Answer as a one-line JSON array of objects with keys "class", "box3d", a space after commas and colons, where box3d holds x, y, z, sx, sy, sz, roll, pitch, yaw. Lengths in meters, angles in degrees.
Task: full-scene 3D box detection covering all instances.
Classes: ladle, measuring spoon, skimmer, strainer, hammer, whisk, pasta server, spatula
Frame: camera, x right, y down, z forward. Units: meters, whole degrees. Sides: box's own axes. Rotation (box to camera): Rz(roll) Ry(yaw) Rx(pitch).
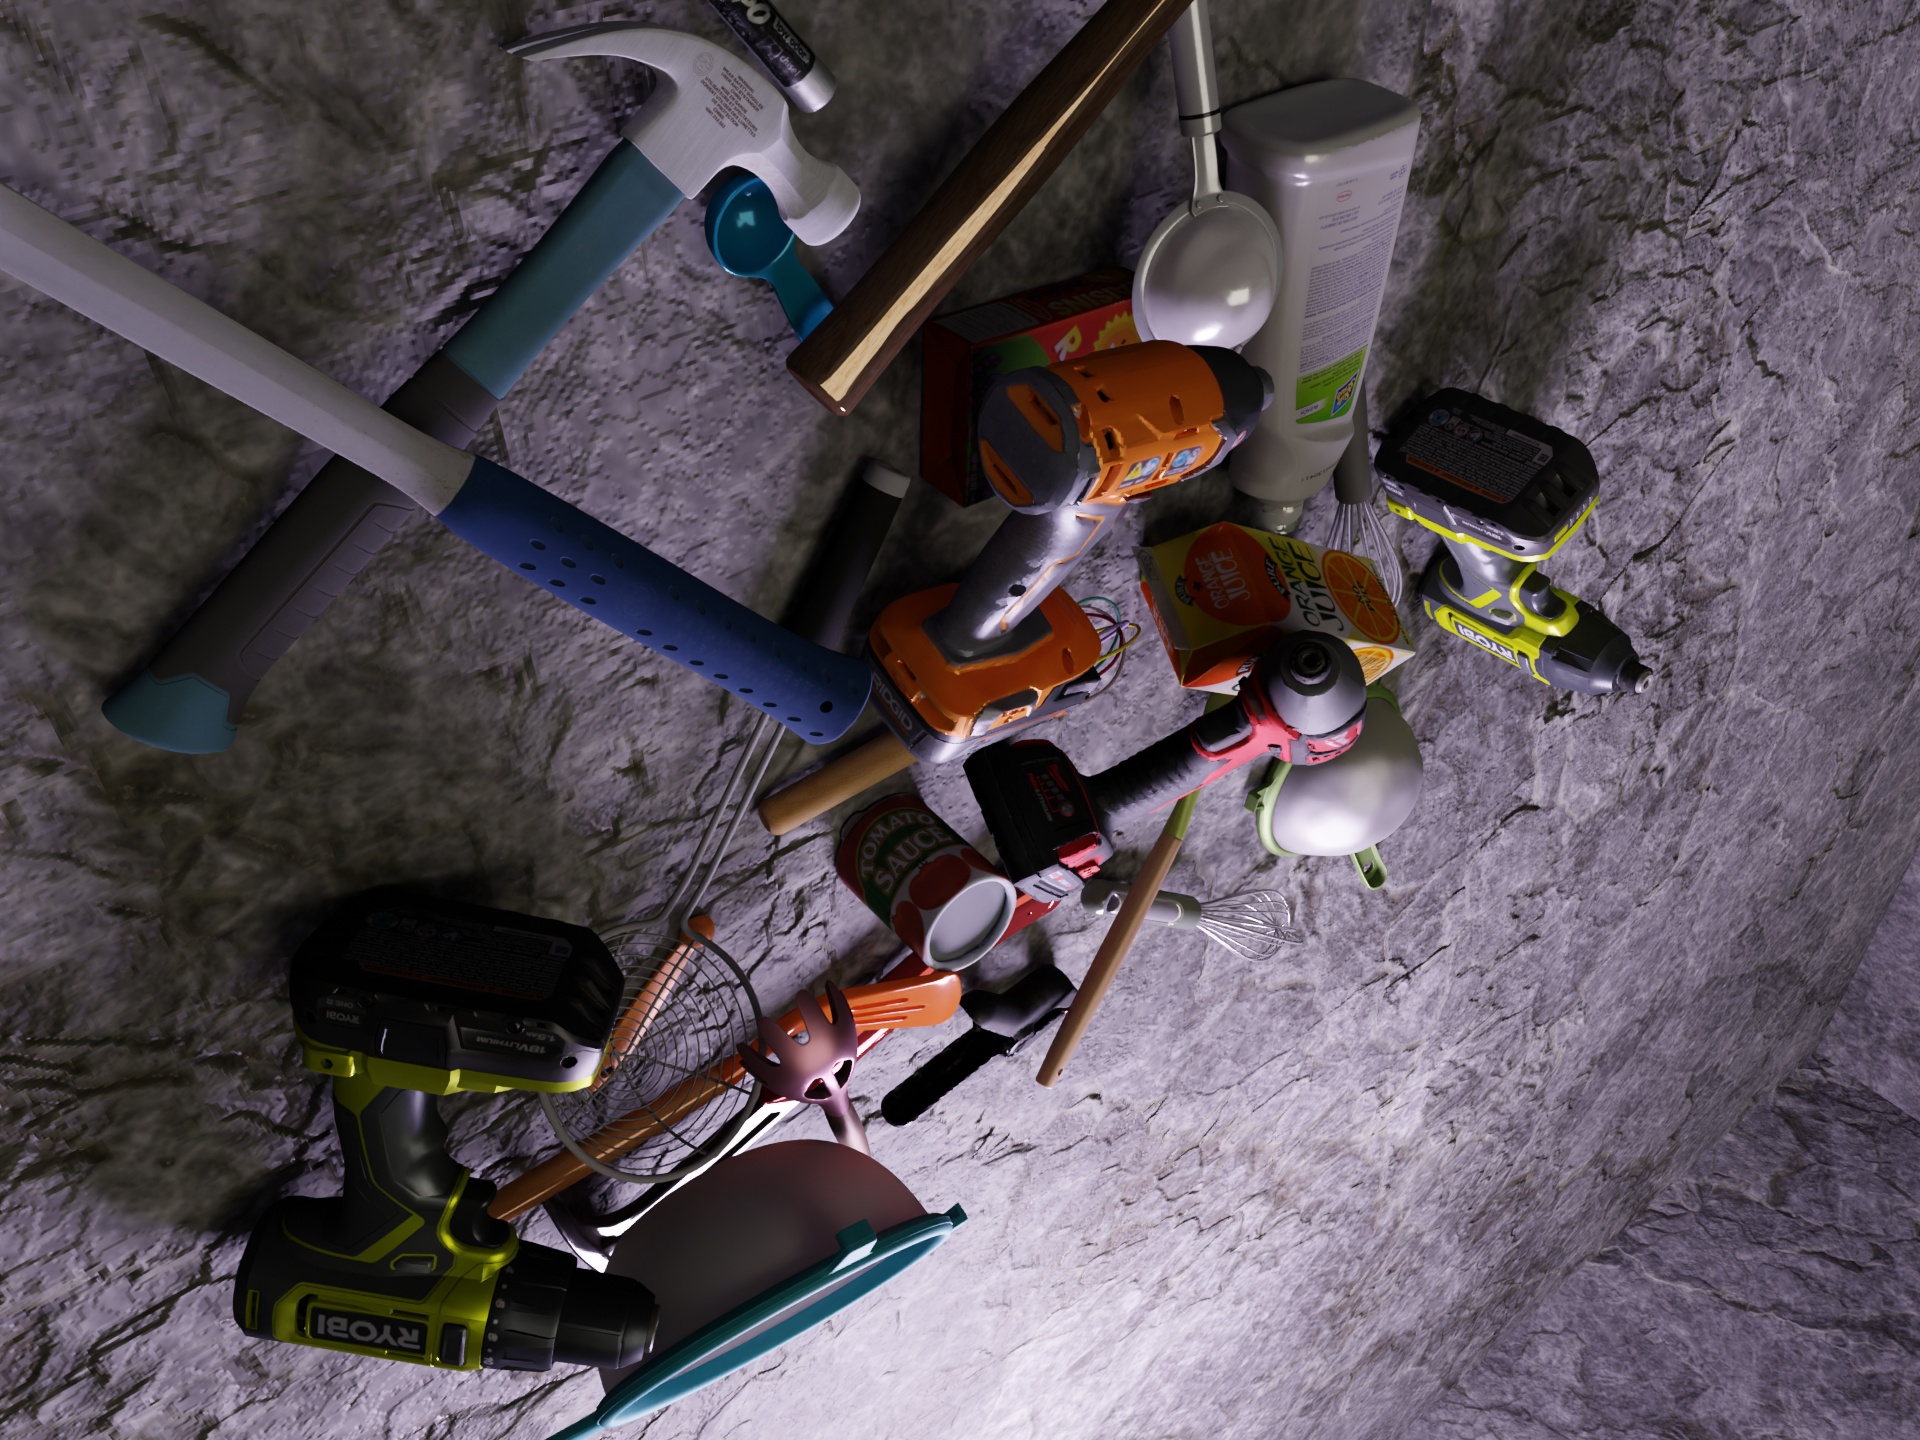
[{"class": "ladle", "box3d": [0.137, 0.104, 1.043, 0.078, 0.062, 0.320, 25, 93, -57]}, {"class": "measuring spoon", "box3d": [-0.166, 0.154, 0.852, 0.021, 0.011, 0.117, 26, 100, -51]}, {"class": "skimmer", "box3d": [-0.099, 0.051, 0.771, 0.127, 0.090, 0.363, 18, 106, -32]}, {"class": "strainer", "box3d": [0.111, -0.267, 0.732, 0.087, 0.050, 0.258, -22, 119, -17]}, {"class": "hammer", "box3d": [-0.190, -0.083, 0.554, 0.405, 0.035, 0.144, 31, 98, -39]}, {"class": "hammer", "box3d": [0.044, -0.265, 0.671, 0.130, 0.031, 0.331, 41, 91, -26]}, {"class": "hammer", "box3d": [-0.081, 0.195, 0.951, 0.359, 0.037, 0.149, -39, 141, -14]}, {"class": "whisk", "box3d": [0.243, -0.144, 0.996, 0.055, 0.055, 0.238, -36, 135, -18]}, {"class": "measuring spoon", "box3d": [-0.074, -0.184, 0.673, 0.042, 0.021, 0.128, -47, 151, -6]}, {"class": "strainer", "box3d": [0.315, 0.080, 1.223, 0.151, 0.069, 0.256, -45, 140, -8]}, {"class": "hammer", "box3d": [-0.187, -0.115, 0.582, 0.331, 0.033, 0.128, -48, 128, 1]}, {"class": "strainer", "box3d": [-0.170, 0.324, 0.878, 0.340, 0.095, 0.210, -32, 160, 6]}, {"class": "pasta server", "box3d": [-0.071, 0.212, 0.885, 0.060, 0.040, 0.316, -34, 160, -13]}, {"class": "spatula", "box3d": [-0.146, 0.213, 0.857, 0.322, 0.041, 0.081, -28, 156, -17]}, {"class": "whisk", "box3d": [0.169, 0.140, 1.148, 0.246, 0.059, 0.058, 15, 97, -45]}, {"class": "whisk", "box3d": [-0.001, -0.003, 0.867, 0.245, 0.047, 0.051, -29, 138, -21]}]

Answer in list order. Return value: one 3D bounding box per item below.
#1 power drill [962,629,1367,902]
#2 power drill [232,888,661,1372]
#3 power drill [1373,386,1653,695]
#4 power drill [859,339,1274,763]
[{"class": "power drill", "box3d": [0.121, 0.019, 0.882, 0.219, 0.079, 0.143, -25, 164, 6]}, {"class": "power drill", "box3d": [-0.221, 0.202, 0.722, 0.190, 0.080, 0.228, 11, 114, -5]}, {"class": "power drill", "box3d": [0.368, -0.105, 1.049, 0.080, 0.171, 0.223, -48, 139, -5]}, {"class": "power drill", "box3d": [0.054, -0.087, 0.763, 0.164, 0.084, 0.226, -21, 155, -38]}]
